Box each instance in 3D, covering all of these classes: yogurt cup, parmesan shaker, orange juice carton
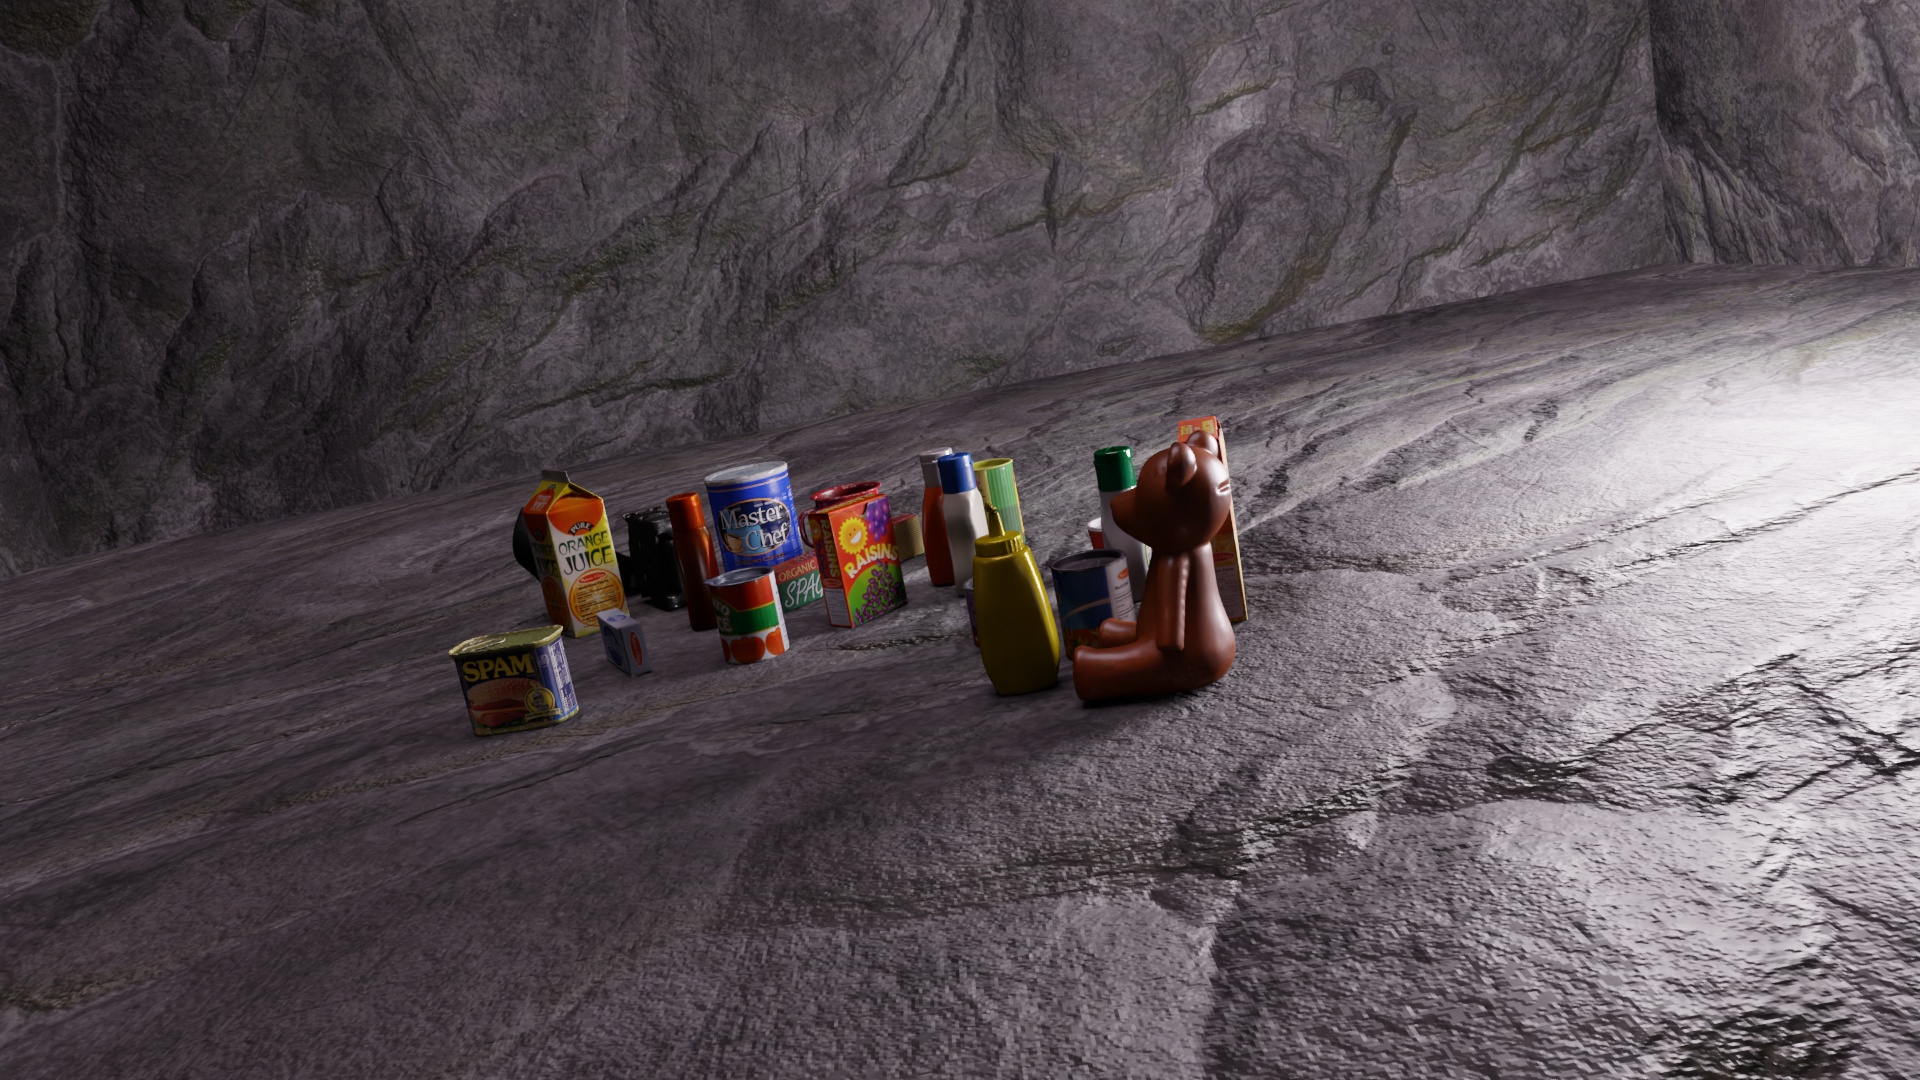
[{"bbox_3d":[0.170,0.004,1.462,0.072,0.053,0.072,-10,12,2],"label":"yogurt cup"},{"bbox_3d":[0.036,-0.041,1.664,0.071,0.103,0.071,-10,12,2],"label":"parmesan shaker"},{"bbox_3d":[-0.455,0.010,1.630,0.073,0.192,0.072,-19,14,-36],"label":"orange juice carton"}]

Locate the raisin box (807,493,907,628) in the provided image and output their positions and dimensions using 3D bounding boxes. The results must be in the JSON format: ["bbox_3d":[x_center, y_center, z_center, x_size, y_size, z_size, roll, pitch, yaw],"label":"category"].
[{"bbox_3d":[-0.107,0.020,1.456,0.040,0.123,0.086,1,16,45],"label":"raisin box"}]

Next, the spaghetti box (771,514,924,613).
[{"bbox_3d":[-0.135,0.025,1.629,0.028,0.050,0.251,0,16,40],"label":"spaghetti box"}]

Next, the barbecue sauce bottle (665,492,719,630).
[{"bbox_3d":[-0.293,0.022,1.544,0.044,0.148,0.065,-11,12,-4],"label":"barbecue sauce bottle"}]

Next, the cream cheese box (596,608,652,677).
[{"bbox_3d":[-0.349,0.105,1.437,0.024,0.053,0.104,-16,13,-25],"label":"cream cheese box"}]

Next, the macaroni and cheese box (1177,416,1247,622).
[{"bbox_3d":[0.228,-0.021,1.259,0.040,0.166,0.124,-8,12,11],"label":"macaroni and cheese box"}]

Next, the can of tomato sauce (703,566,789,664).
[{"bbox_3d":[-0.213,0.075,1.389,0.071,0.083,0.071,-10,12,2],"label":"can of tomato sauce"}]

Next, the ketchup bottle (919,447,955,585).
[{"bbox_3d":[-0.014,-0.027,1.533,0.065,0.148,0.043,-11,12,-2],"label":"ketchup bottle"}]

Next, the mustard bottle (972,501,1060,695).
[{"bbox_3d":[0.041,0.044,1.134,0.065,0.160,0.049,-10,12,3],"label":"mustard bottle"}]

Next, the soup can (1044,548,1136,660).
[{"bbox_3d":[0.114,0.056,1.199,0.071,0.083,0.071,-10,12,2],"label":"soup can"}]

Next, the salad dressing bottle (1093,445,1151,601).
[{"bbox_3d":[0.157,-0.016,1.341,0.044,0.147,0.064,-10,12,3],"label":"salad dressing bottle"}]

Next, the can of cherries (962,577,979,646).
[{"bbox_3d":[0.041,0.063,1.287,0.071,0.058,0.071,-10,12,2],"label":"can of cherries"}]

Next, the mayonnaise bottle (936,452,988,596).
[{"bbox_3d":[0.005,-0.019,1.479,0.041,0.147,0.065,-7,12,17],"label":"mayonnaise bottle"}]
